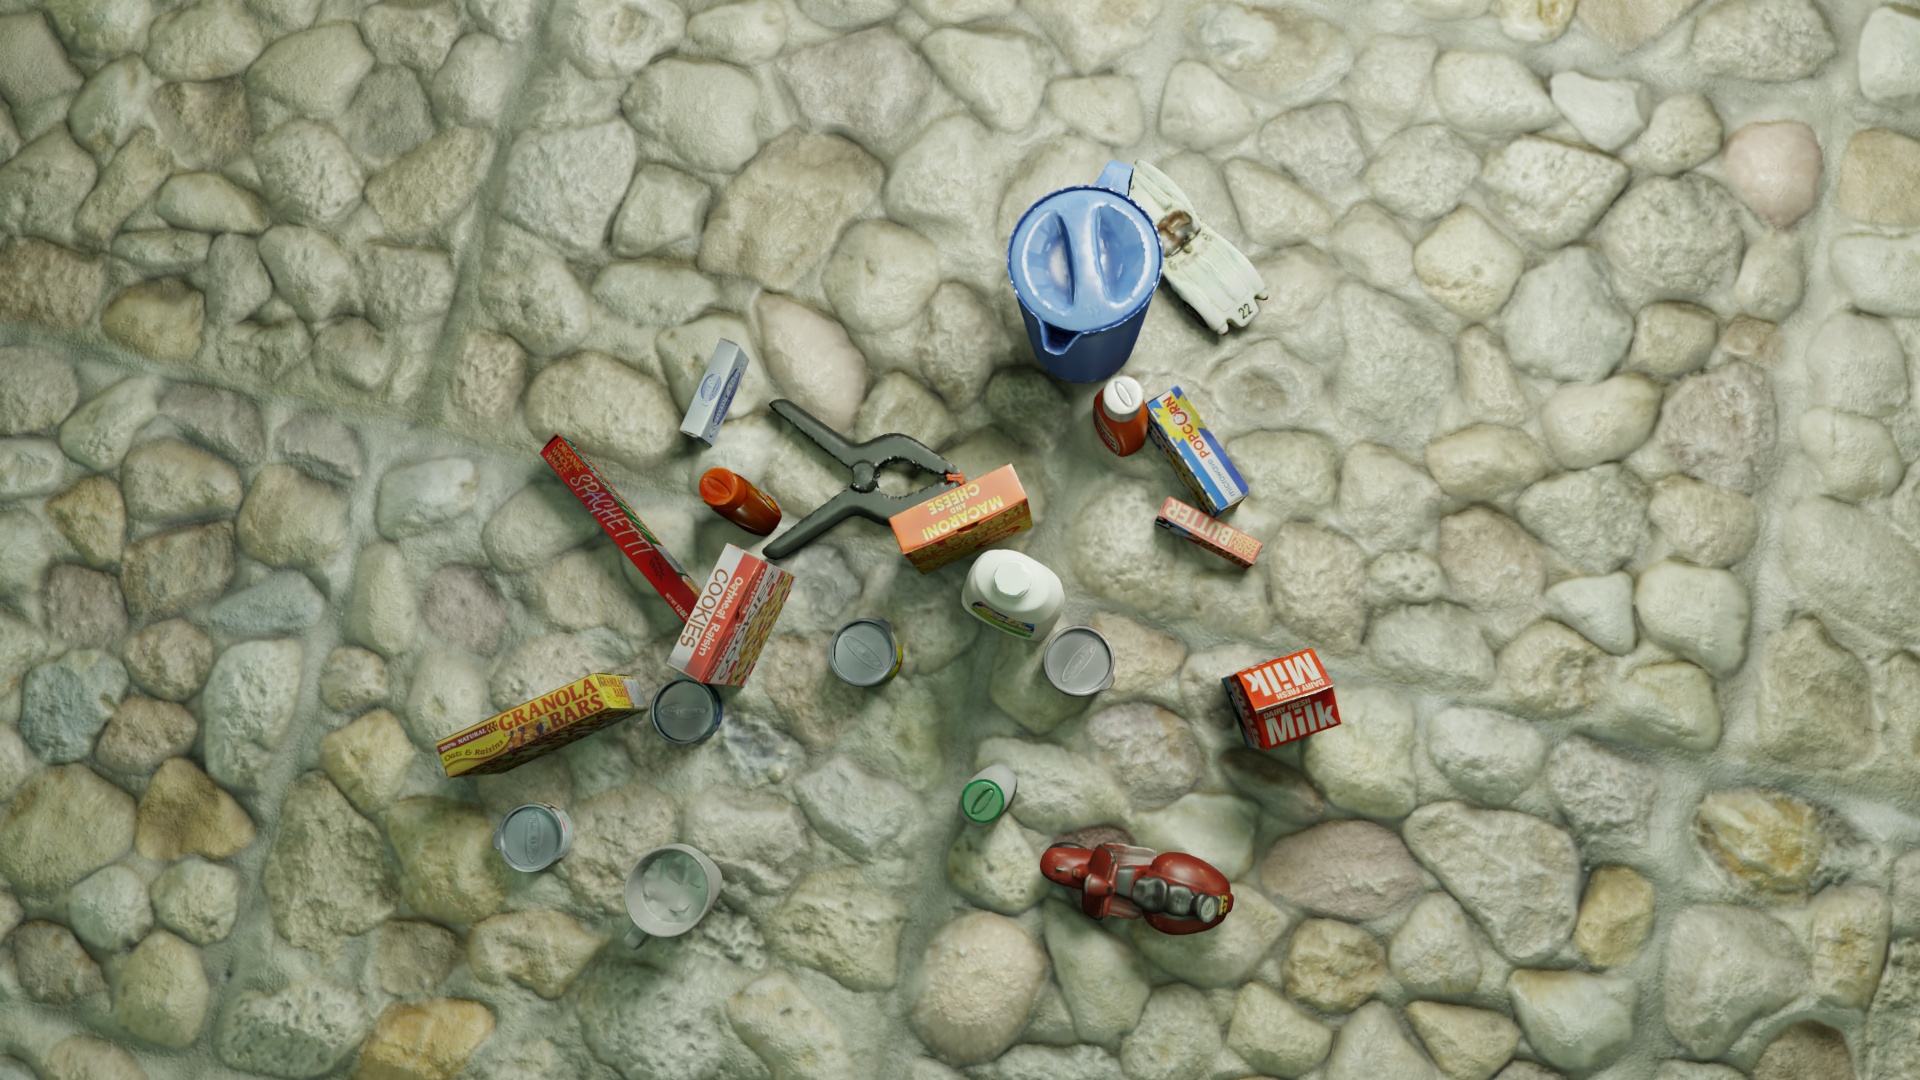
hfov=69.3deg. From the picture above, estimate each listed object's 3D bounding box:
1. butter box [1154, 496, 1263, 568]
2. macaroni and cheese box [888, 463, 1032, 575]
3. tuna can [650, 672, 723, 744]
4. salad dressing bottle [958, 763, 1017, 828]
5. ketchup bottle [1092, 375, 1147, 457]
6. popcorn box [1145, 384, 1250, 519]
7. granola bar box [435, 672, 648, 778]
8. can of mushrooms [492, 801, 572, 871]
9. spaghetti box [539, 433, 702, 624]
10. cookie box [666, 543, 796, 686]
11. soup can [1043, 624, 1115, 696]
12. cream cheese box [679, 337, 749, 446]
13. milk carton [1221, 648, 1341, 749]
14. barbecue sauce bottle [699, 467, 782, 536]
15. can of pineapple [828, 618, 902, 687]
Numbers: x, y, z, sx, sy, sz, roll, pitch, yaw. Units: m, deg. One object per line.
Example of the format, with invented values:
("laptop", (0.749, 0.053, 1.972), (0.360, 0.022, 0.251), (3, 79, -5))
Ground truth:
("butter box", (0.241, -0.007, 1.353), (0.103, 0.053, 0.024), (27, 85, 7))
("macaroni and cheese box", (0.005, -0.016, 1.315), (0.124, 0.166, 0.040), (-24, 81, 1))
("tuna can", (-0.271, 0.166, 1.377), (0.071, 0.033, 0.071), (-1, 82, 4))
("salad dressing bottle", (0.024, 0.238, 1.287), (0.044, 0.147, 0.064), (39, 87, 8))
("ketchup bottle", (0.154, -0.123, 1.328), (0.043, 0.148, 0.065), (-30, 81, 0))
("popcorn box", (0.227, -0.082, 1.348), (0.038, 0.085, 0.127), (-33, 81, 0))
("granola bar box", (-0.400, 0.177, 1.339), (0.165, 0.124, 0.039), (-24, 81, 1))
("can of mushrooms", (-0.421, 0.292, 1.370), (0.071, 0.033, 0.071), (-1, 82, 4))
("spaghetti box", (-0.331, -0.006, 1.397), (0.029, 0.050, 0.250), (-42, 81, -2))
("cookie box", (-0.212, 0.075, 1.318), (0.040, 0.167, 0.123), (25, 85, 7))
("soup can", (0.115, 0.119, 1.329), (0.071, 0.083, 0.071), (-1, 82, 4))
("cream cheese box", (-0.248, -0.149, 1.410), (0.024, 0.053, 0.104), (22, 84, 7))
("milk carton", (0.290, 0.144, 1.258), (0.072, 0.190, 0.073), (-19, 81, 2))
("barbecue sauce bottle", (-0.217, -0.040, 1.344), (0.065, 0.148, 0.043), (36, 87, 8))
("can of pineapple", (-0.090, 0.110, 1.359), (0.071, 0.058, 0.071), (-1, 82, 4))
